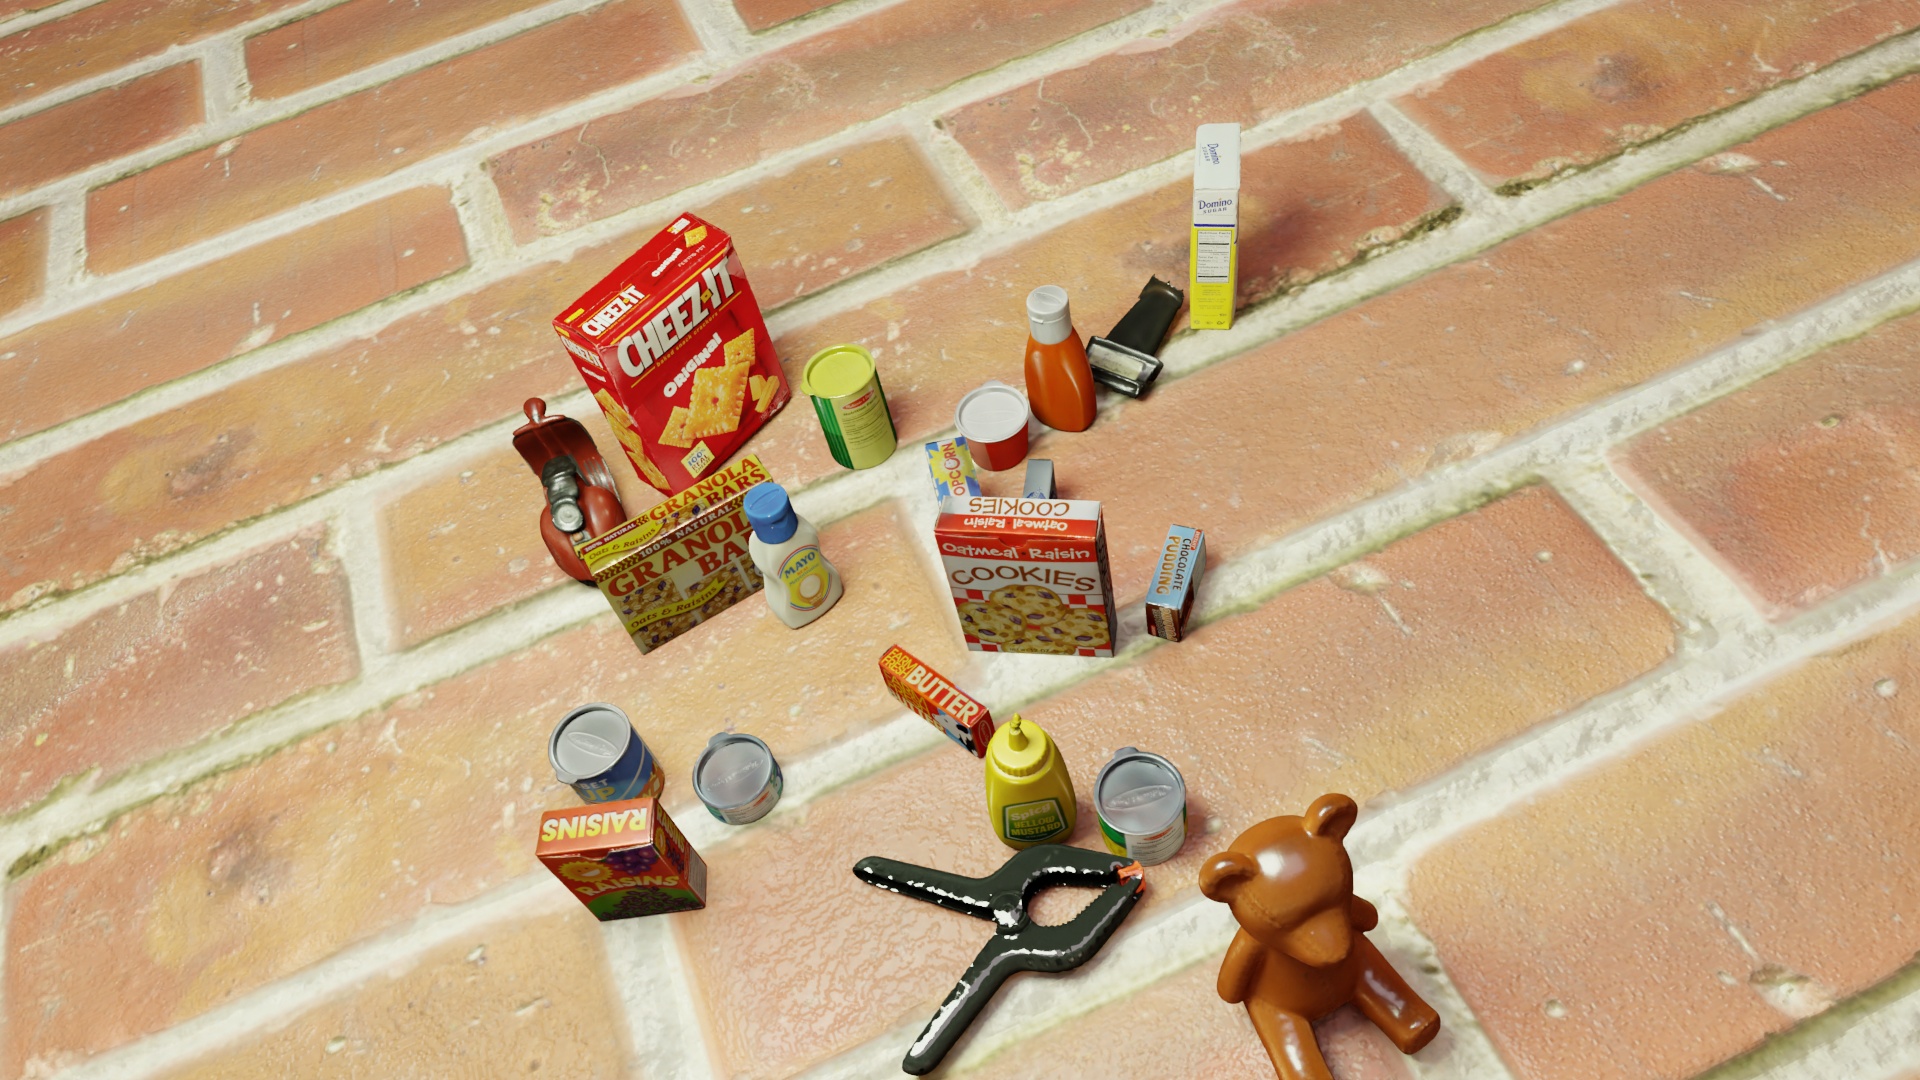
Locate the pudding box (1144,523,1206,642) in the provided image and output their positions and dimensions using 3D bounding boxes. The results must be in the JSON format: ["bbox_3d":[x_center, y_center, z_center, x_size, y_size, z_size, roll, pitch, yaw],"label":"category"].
[{"bbox_3d":[0.177,0.034,1.139,0.030,0.049,0.084,12,56,19],"label":"pudding box"}]

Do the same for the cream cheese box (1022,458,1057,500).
[{"bbox_3d":[0.066,-0.014,1.195,0.024,0.053,0.104,1,54,12],"label":"cream cheese box"}]

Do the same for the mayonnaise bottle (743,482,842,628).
[{"bbox_3d":[-0.143,0.011,1.157,0.065,0.147,0.041,-37,55,-16],"label":"mayonnaise bottle"}]

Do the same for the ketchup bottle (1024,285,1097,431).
[{"bbox_3d":[0.085,-0.162,1.243,0.065,0.148,0.044,23,61,26],"label":"ketchup bottle"}]

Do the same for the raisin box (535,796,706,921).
[{"bbox_3d":[-0.247,0.236,1.022,0.086,0.122,0.040,-8,52,6],"label":"raisin box"}]

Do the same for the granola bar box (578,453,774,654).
[{"bbox_3d":[-0.225,0.012,1.187,0.166,0.123,0.039,-30,54,-12],"label":"granola bar box"}]

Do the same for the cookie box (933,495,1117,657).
[{"bbox_3d":[0.055,0.031,1.090,0.123,0.166,0.040,2,54,13],"label":"cookie box"}]

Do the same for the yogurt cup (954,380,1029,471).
[{"bbox_3d":[0.032,-0.100,1.267,0.072,0.053,0.073,-5,53,7],"label":"yogurt cup"}]

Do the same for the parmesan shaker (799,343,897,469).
[{"bbox_3d":[-0.103,-0.120,1.277,0.071,0.102,0.071,-5,53,7],"label":"parmesan shaker"}]

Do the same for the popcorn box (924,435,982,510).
[{"bbox_3d":[0.004,-0.015,1.187,0.038,0.084,0.127,-15,52,0],"label":"popcorn box"}]

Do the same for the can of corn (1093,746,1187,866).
[{"bbox_3d":[0.132,0.195,1.020,0.071,0.058,0.071,-5,53,7],"label":"can of corn"}]

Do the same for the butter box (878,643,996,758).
[{"bbox_3d":[-0.019,0.127,1.104,0.104,0.053,0.024,32,65,30],"label":"butter box"}]

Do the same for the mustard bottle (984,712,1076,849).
[{"bbox_3d":[0.046,0.169,0.992,0.065,0.159,0.049,-11,52,3],"label":"mustard bottle"}]

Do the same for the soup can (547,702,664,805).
[{"bbox_3d":[-0.280,0.179,1.097,0.071,0.083,0.072,-5,53,7],"label":"soup can"}]

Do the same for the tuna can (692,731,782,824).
[{"bbox_3d":[-0.177,0.188,1.102,0.071,0.032,0.071,-5,53,7],"label":"tuna can"}]
